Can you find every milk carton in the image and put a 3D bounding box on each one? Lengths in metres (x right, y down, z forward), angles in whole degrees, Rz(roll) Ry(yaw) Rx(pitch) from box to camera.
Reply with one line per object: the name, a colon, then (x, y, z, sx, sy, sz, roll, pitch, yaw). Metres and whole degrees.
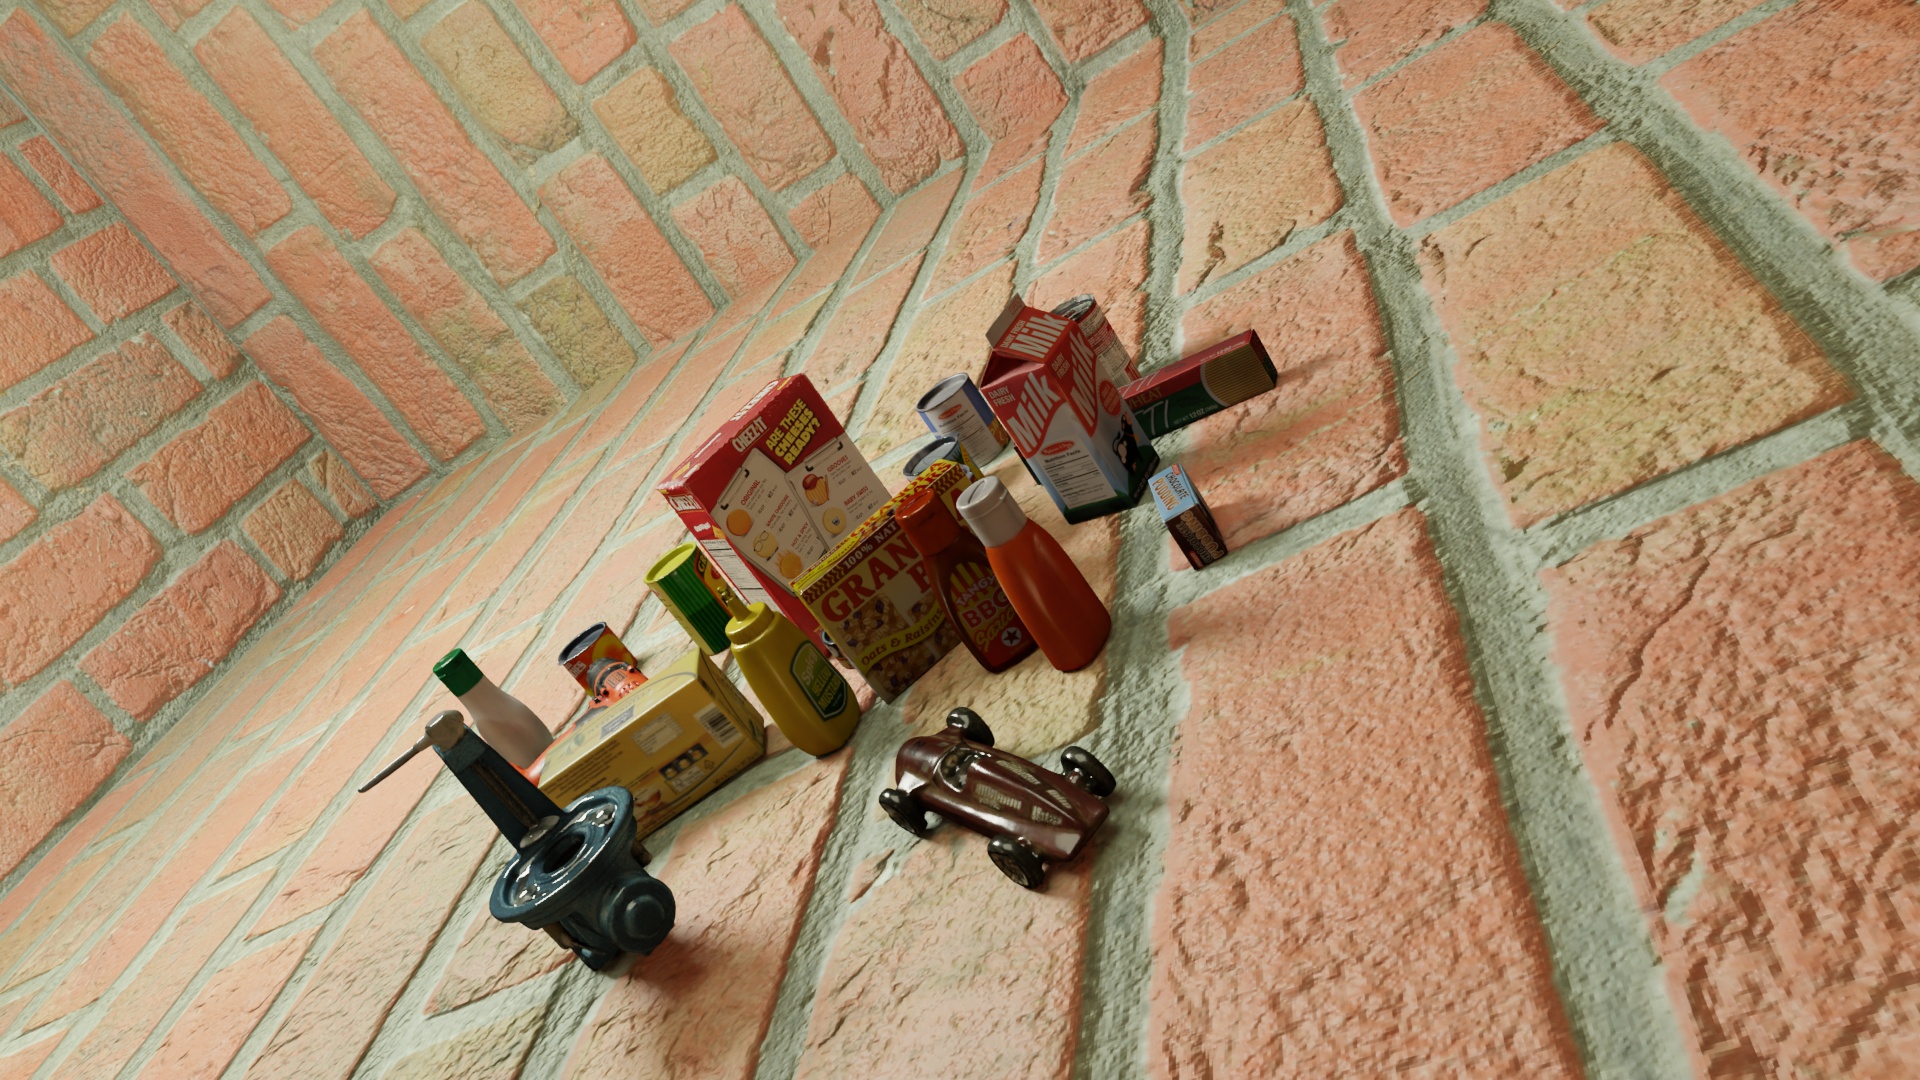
milk carton: (0.084, -0.114, 1.170, 0.073, 0.190, 0.073, -17, 28, 39)

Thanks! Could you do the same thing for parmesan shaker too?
parmesan shaker: (-0.272, 0.060, 1.447, 0.071, 0.103, 0.071, -30, 22, 14)

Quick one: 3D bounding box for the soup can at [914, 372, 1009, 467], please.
soup can: (0.003, -0.124, 1.452, 0.071, 0.083, 0.071, -30, 22, 14)

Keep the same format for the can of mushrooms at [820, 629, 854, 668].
can of mushrooms: (-0.088, 0.081, 1.231, 0.071, 0.033, 0.071, -30, 22, 14)

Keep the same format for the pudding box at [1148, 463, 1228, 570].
pudding box: (0.170, -0.019, 1.042, 0.030, 0.049, 0.084, -31, 22, 12)

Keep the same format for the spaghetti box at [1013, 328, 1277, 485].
spaghetti box: (0.161, -0.116, 1.252, 0.249, 0.050, 0.029, -22, 25, 29)

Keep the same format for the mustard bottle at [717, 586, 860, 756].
mustard bottle: (-0.143, 0.098, 1.105, 0.048, 0.160, 0.066, -22, 25, 32)

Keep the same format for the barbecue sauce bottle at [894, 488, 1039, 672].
barbecue sauce bottle: (0.005, 0.028, 1.050, 0.065, 0.148, 0.044, -36, 21, 0)

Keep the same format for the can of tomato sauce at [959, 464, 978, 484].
can of tomato sauce: (0.004, -0.015, 1.228, 0.071, 0.083, 0.071, -30, 22, 14)

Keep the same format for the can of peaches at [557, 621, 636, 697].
can of peaches: (-0.405, 0.135, 1.547, 0.071, 0.058, 0.071, -30, 22, 14)

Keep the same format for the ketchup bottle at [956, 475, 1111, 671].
ketchup bottle: (0.052, 0.021, 0.996, 0.043, 0.148, 0.065, -19, 27, 36)

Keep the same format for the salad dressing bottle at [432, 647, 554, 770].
salad dressing bottle: (-0.493, 0.178, 1.465, 0.064, 0.147, 0.044, -23, 25, 30)

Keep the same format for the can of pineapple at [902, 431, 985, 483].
can of pineapple: (-0.013, -0.065, 1.388, 0.071, 0.057, 0.071, -30, 22, 14)

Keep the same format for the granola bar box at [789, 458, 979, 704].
granola bar box: (-0.038, 0.032, 1.137, 0.166, 0.124, 0.039, -40, 22, -12)
